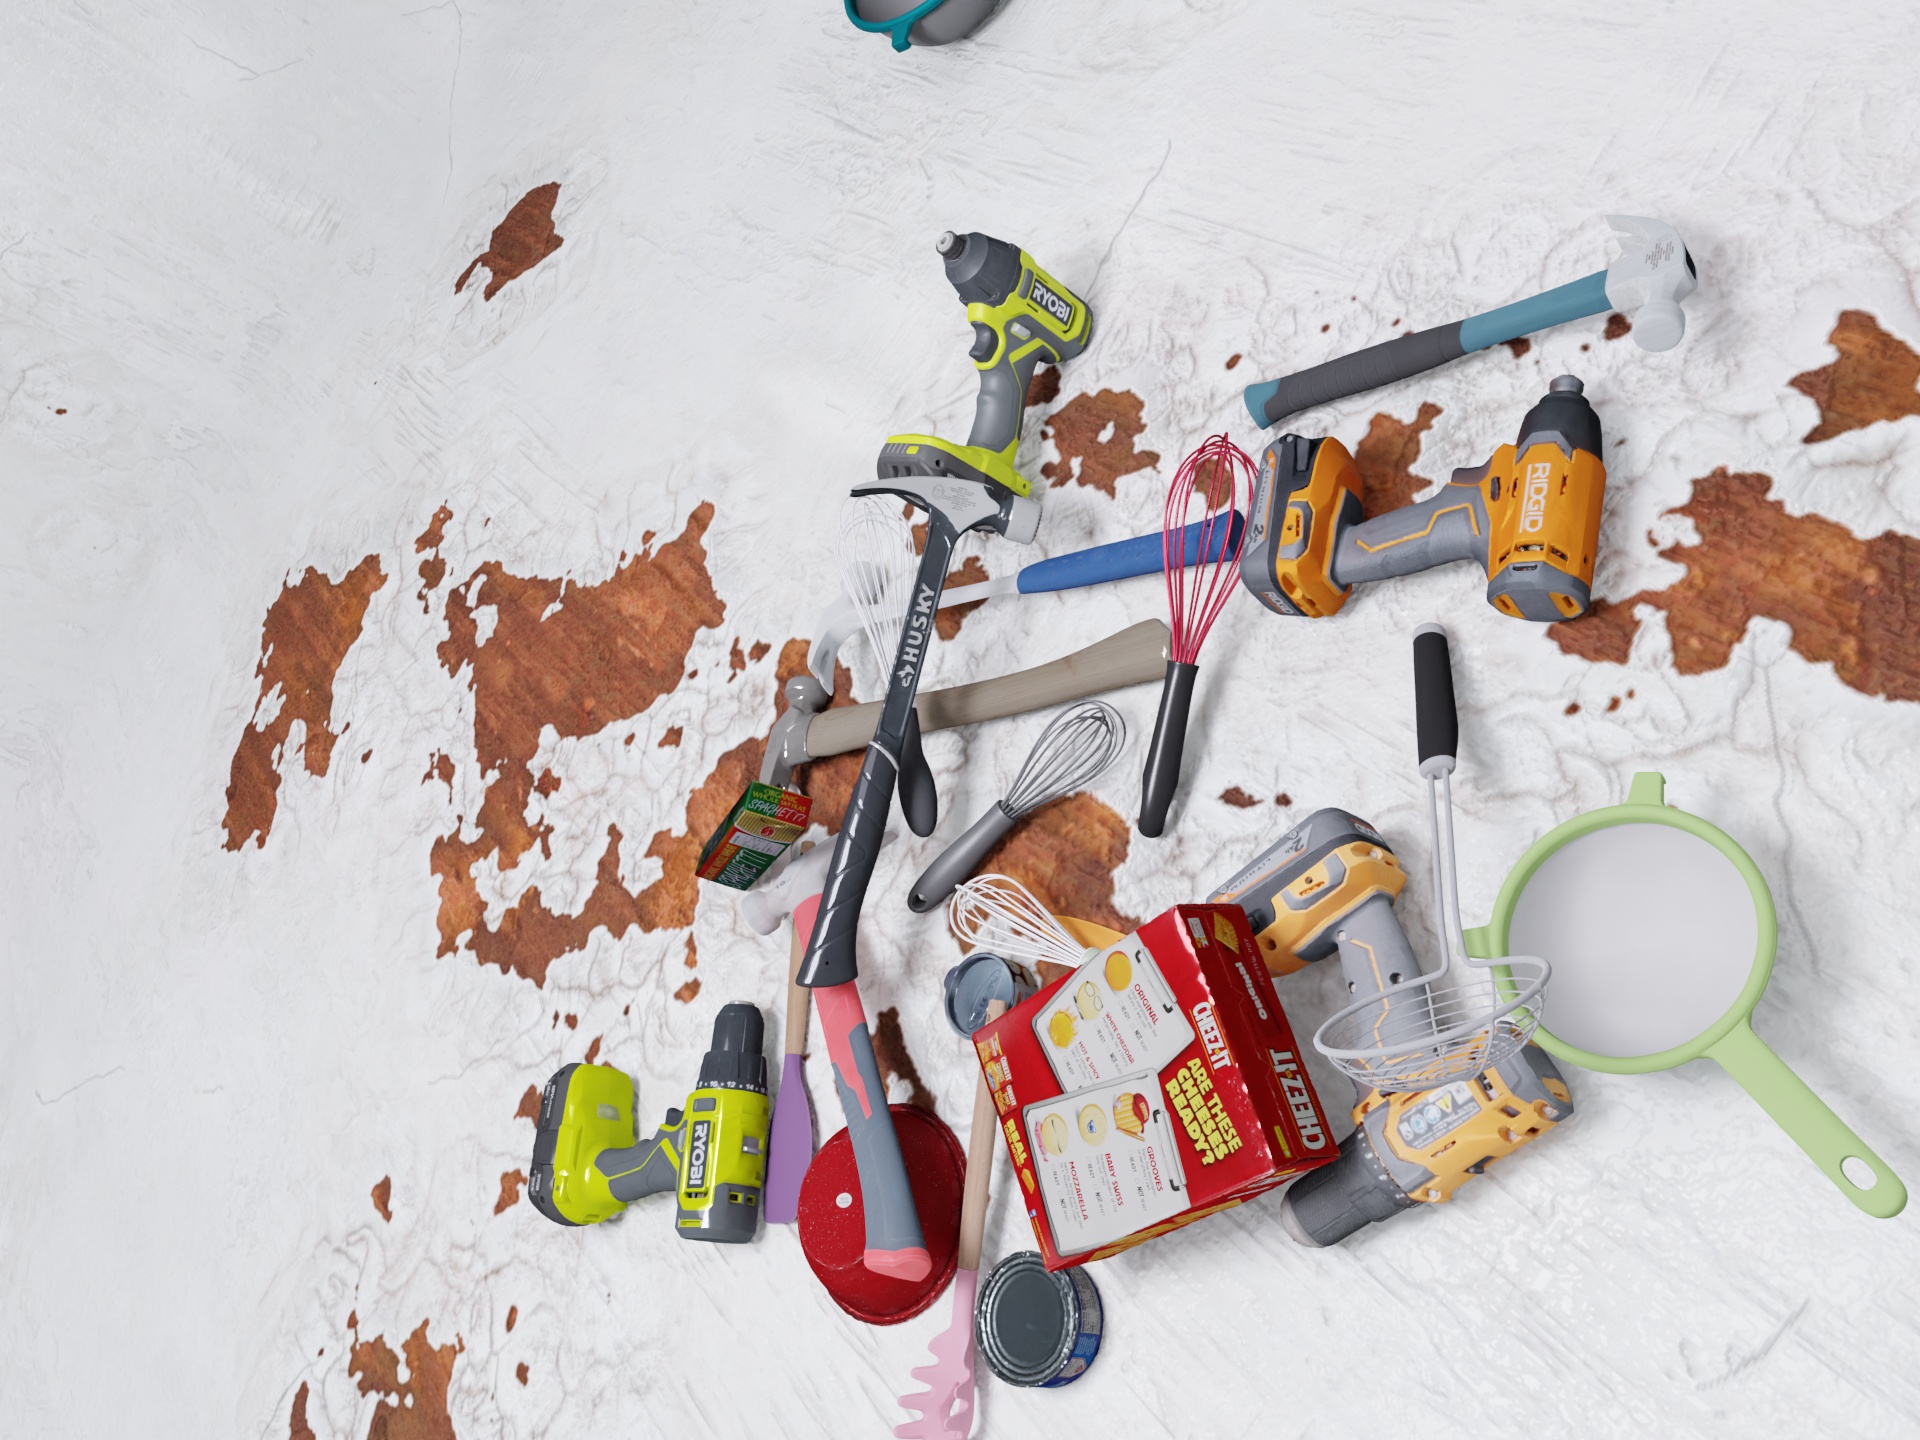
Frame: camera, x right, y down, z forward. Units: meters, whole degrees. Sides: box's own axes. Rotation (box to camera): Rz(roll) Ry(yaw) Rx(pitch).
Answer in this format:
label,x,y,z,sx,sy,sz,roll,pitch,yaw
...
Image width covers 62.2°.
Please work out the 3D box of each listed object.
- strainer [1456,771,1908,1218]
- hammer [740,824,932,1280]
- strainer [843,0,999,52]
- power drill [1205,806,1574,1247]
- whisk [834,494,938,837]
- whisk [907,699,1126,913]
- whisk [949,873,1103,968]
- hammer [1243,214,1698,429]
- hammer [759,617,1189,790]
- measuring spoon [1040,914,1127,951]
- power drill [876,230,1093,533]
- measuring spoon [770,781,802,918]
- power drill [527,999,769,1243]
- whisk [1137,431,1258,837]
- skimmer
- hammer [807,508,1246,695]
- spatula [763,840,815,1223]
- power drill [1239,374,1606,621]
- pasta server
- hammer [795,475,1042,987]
label,x,y,z,sx,sy,sz,roll,pitch,yaw
strainer,0.398,0.158,0.842,0.151,0.069,0.257,-46,46,13
hammer,-0.071,0.237,1.197,0.143,0.038,0.387,-33,42,9
strainer,-0.038,-0.810,1.680,0.211,0.095,0.341,-46,45,13
power drill,0.235,0.191,0.973,0.185,0.084,0.226,-43,52,21
whisk,-0.052,-0.047,1.269,0.070,0.070,0.285,-16,80,36
whisk,0.039,0.073,1.230,0.239,0.055,0.055,-46,47,22
whisk,0.085,0.169,1.133,0.246,0.057,0.059,24,67,38
hammer,0.338,-0.262,1.104,0.331,0.033,0.128,-11,43,43
hammer,-0.002,-0.004,1.294,0.411,0.038,0.146,-13,53,36
measuring spoon,0.102,0.158,1.155,0.117,0.011,0.021,7,88,47
power drill,0.016,-0.283,1.328,0.080,0.171,0.223,11,81,44
measuring spoon,-0.154,0.115,1.403,0.034,0.018,0.124,-7,72,23
power drill,-0.253,0.339,1.341,0.228,0.080,0.191,-13,62,35
whisk,0.164,-0.060,1.141,0.073,0.073,0.296,14,95,45
skimmer,0.268,0.056,0.922,0.127,0.090,0.364,-22,38,32
hammer,0.041,-0.107,1.295,0.405,0.035,0.144,-9,42,36
spatula,-0.135,0.251,1.315,0.060,0.018,0.316,-21,58,43
power drill,0.313,-0.147,1.062,0.226,0.084,0.164,2,70,38
pasta server,0.002,0.354,1.109,0.060,0.040,0.316,-10,70,56
hammer,-0.058,0.007,1.220,0.036,0.149,0.409,143,142,-83
